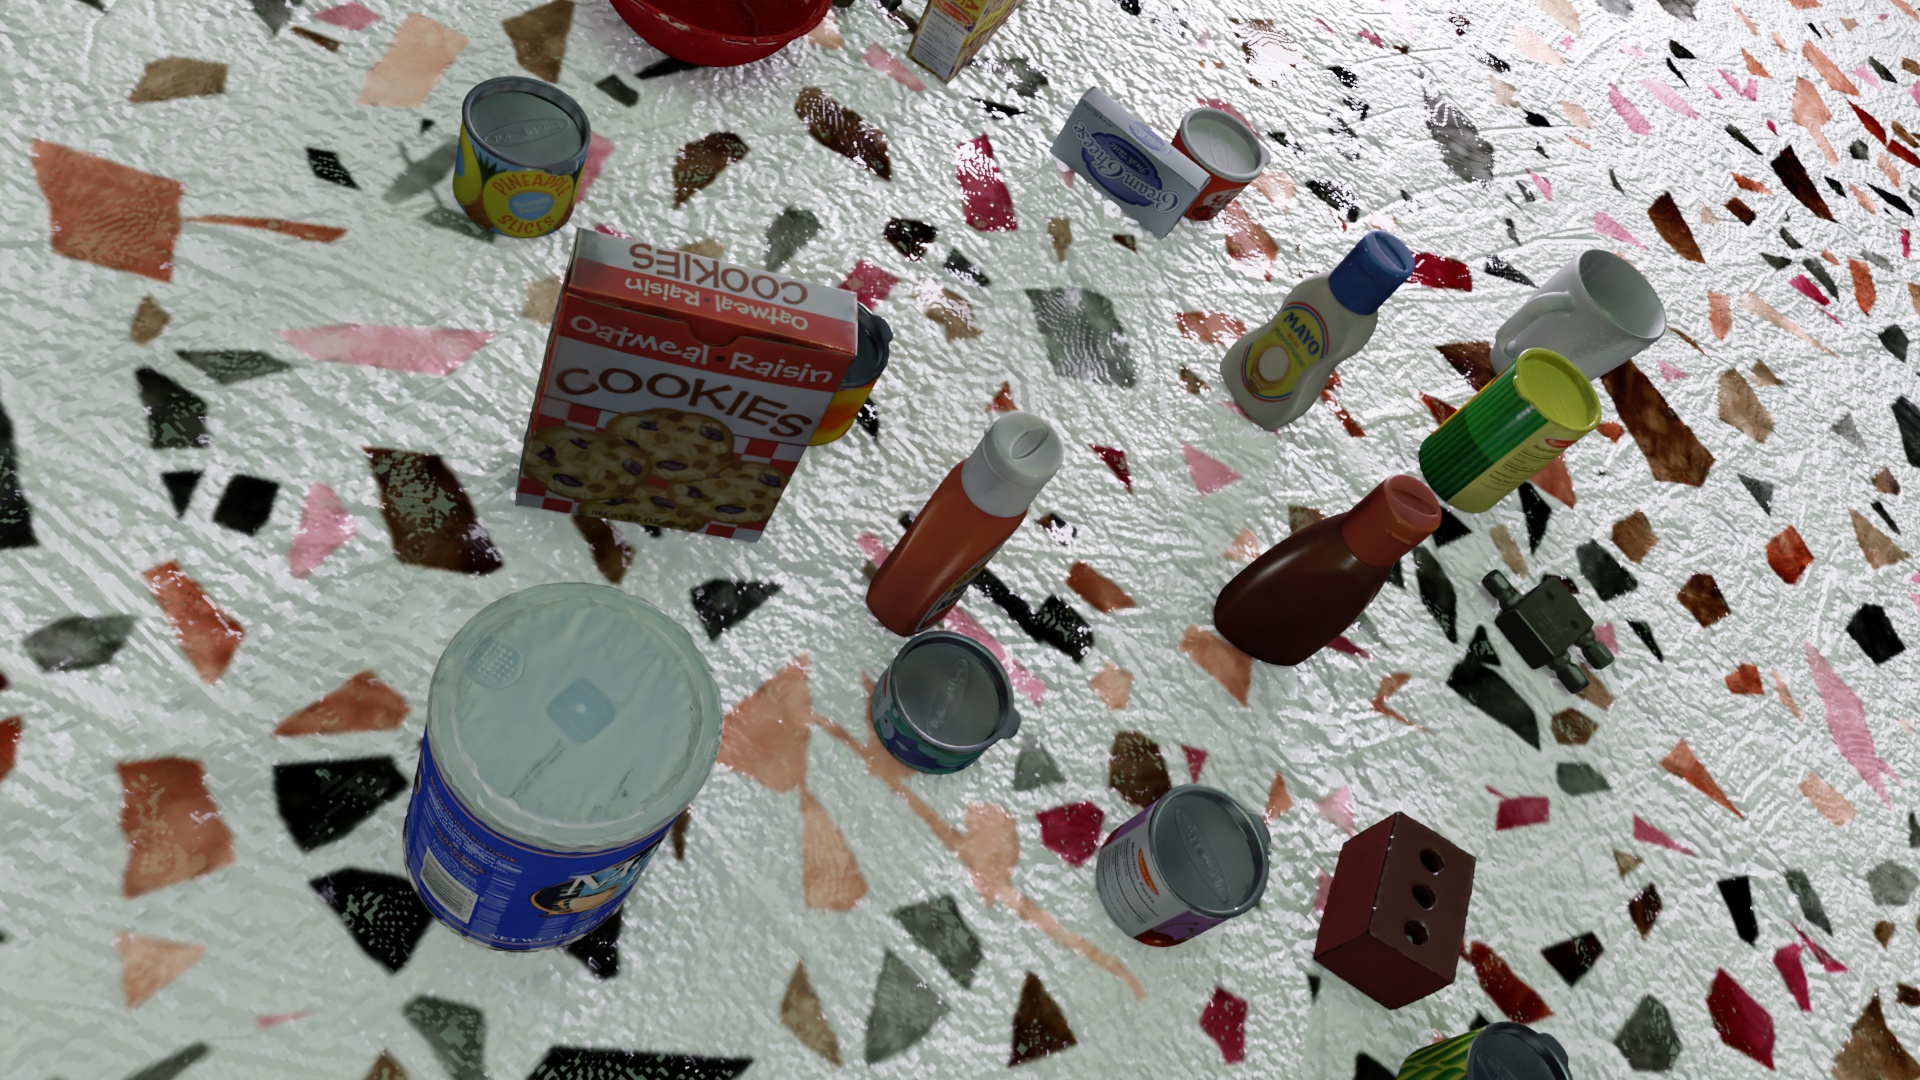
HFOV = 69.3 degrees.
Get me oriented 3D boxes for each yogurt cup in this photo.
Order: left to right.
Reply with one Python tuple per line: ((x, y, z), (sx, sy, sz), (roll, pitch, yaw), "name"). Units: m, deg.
((0.175, -0.266, 0.992), (0.072, 0.053, 0.073), (12, 56, -19), "yogurt cup")

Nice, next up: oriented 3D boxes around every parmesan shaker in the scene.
((0.362, -0.072, 0.927), (0.071, 0.102, 0.071), (12, 56, -19), "parmesan shaker")

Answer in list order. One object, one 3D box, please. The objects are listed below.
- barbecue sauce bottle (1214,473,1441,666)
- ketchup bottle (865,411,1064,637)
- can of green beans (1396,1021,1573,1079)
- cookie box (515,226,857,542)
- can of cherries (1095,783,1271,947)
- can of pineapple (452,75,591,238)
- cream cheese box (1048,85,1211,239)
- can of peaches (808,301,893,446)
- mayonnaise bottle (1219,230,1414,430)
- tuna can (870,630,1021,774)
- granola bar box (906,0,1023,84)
((0.203, 0.017, 0.765), (0.065, 0.147, 0.044), (25, 53, -10), "barbecue sauce bottle")
((0.002, -0.009, 0.684), (0.043, 0.148, 0.065), (43, 52, 4), "ketchup bottle")
((0.258, 0.277, 0.683), (0.071, 0.057, 0.071), (12, 56, -19), "can of green beans")
((-0.131, -0.063, 0.643), (0.123, 0.166, 0.040), (10, 57, -20), "cookie box")
((0.111, 0.161, 0.686), (0.071, 0.058, 0.072), (12, 56, -19), "can of cherries")
((-0.238, -0.205, 0.752), (0.071, 0.057, 0.071), (12, 56, -19), "can of pineapple")
((0.116, -0.260, 0.960), (0.104, 0.053, 0.024), (38, 52, 1), "cream cheese box")
((-0.077, -0.094, 0.758), (0.071, 0.057, 0.071), (12, 56, -19), "can of peaches")
((0.224, -0.133, 0.871), (0.041, 0.147, 0.065), (-23, 72, -35), "mayonnaise bottle")
((-0.007, 0.083, 0.695), (0.071, 0.032, 0.071), (12, 56, -19), "tuna can")
((0.032, -0.412, 0.972), (0.039, 0.123, 0.166), (34, 51, -3), "granola bar box")
